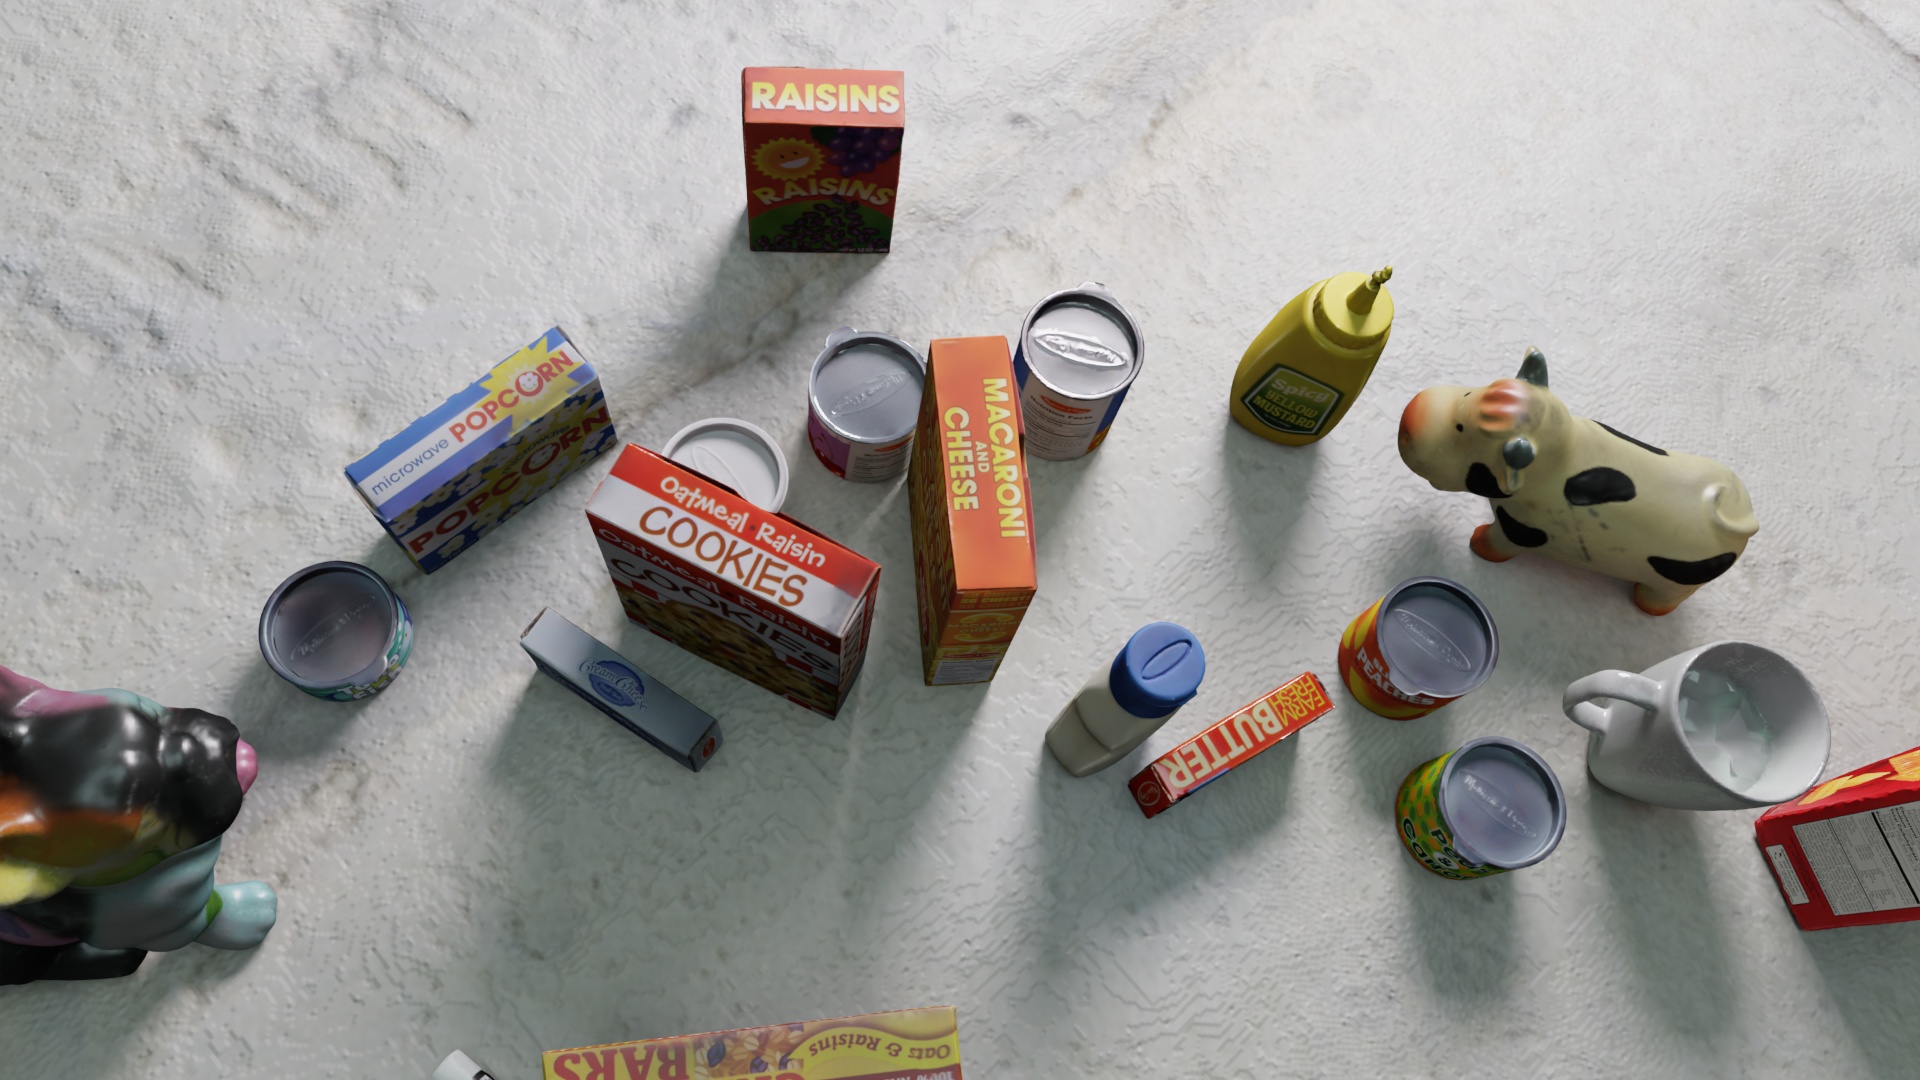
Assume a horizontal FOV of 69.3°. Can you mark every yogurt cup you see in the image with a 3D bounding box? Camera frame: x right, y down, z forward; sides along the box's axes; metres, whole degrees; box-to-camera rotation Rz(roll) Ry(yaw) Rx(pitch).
[{"bbox_3d":[-0.125,-0.024,0.735,0.072,0.053,0.072,2,70,-6],"label":"yogurt cup"}]

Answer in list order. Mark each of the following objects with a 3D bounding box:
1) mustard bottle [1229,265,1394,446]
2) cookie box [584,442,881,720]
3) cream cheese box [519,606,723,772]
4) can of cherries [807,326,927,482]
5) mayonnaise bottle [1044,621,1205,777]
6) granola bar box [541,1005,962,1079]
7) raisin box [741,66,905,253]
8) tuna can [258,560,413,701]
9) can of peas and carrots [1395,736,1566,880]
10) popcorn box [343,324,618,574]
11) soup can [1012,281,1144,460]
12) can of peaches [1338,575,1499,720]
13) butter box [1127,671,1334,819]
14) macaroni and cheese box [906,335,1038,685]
[{"bbox_3d":[0.193,-0.103,0.745,0.065,0.159,0.049,24,69,2],"label":"mustard bottle"},{"bbox_3d":[-0.104,0.025,0.658,0.123,0.166,0.040,26,70,3],"label":"cookie box"},{"bbox_3d":[-0.168,0.076,0.693,0.104,0.053,0.024,33,70,6],"label":"cream cheese box"},{"bbox_3d":[-0.051,-0.074,0.760,0.071,0.058,0.072,2,70,-6],"label":"can of cherries"},{"bbox_3d":[0.082,0.076,0.672,0.065,0.147,0.041,-34,77,-17],"label":"mayonnaise bottle"},{"bbox_3d":[-0.087,0.233,0.607,0.166,0.123,0.039,-4,71,-8],"label":"granola bar box"},{"bbox_3d":[-0.077,-0.209,0.772,0.086,0.123,0.040,0,70,-7],"label":"raisin box"},{"bbox_3d":[-0.311,0.048,0.698,0.071,0.032,0.071,2,70,-6],"label":"tuna can"},{"bbox_3d":[0.266,0.141,0.717,0.071,0.058,0.071,2,70,-6],"label":"can of peas and carrots"},{"bbox_3d":[-0.241,-0.045,0.712,0.127,0.085,0.038,-40,79,-18],"label":"popcorn box"},{"bbox_3d":[0.061,-0.092,0.766,0.071,0.083,0.071,2,70,-6],"label":"soup can"},{"bbox_3d":[0.242,0.060,0.745,0.071,0.058,0.071,2,70,-6],"label":"can of peaches"},{"bbox_3d":[0.139,0.106,0.718,0.104,0.053,0.024,-27,75,-15],"label":"butter box"},{"bbox_3d":[0.002,-0.009,0.684,0.040,0.166,0.124,-3,71,-8],"label":"macaroni and cheese box"}]
